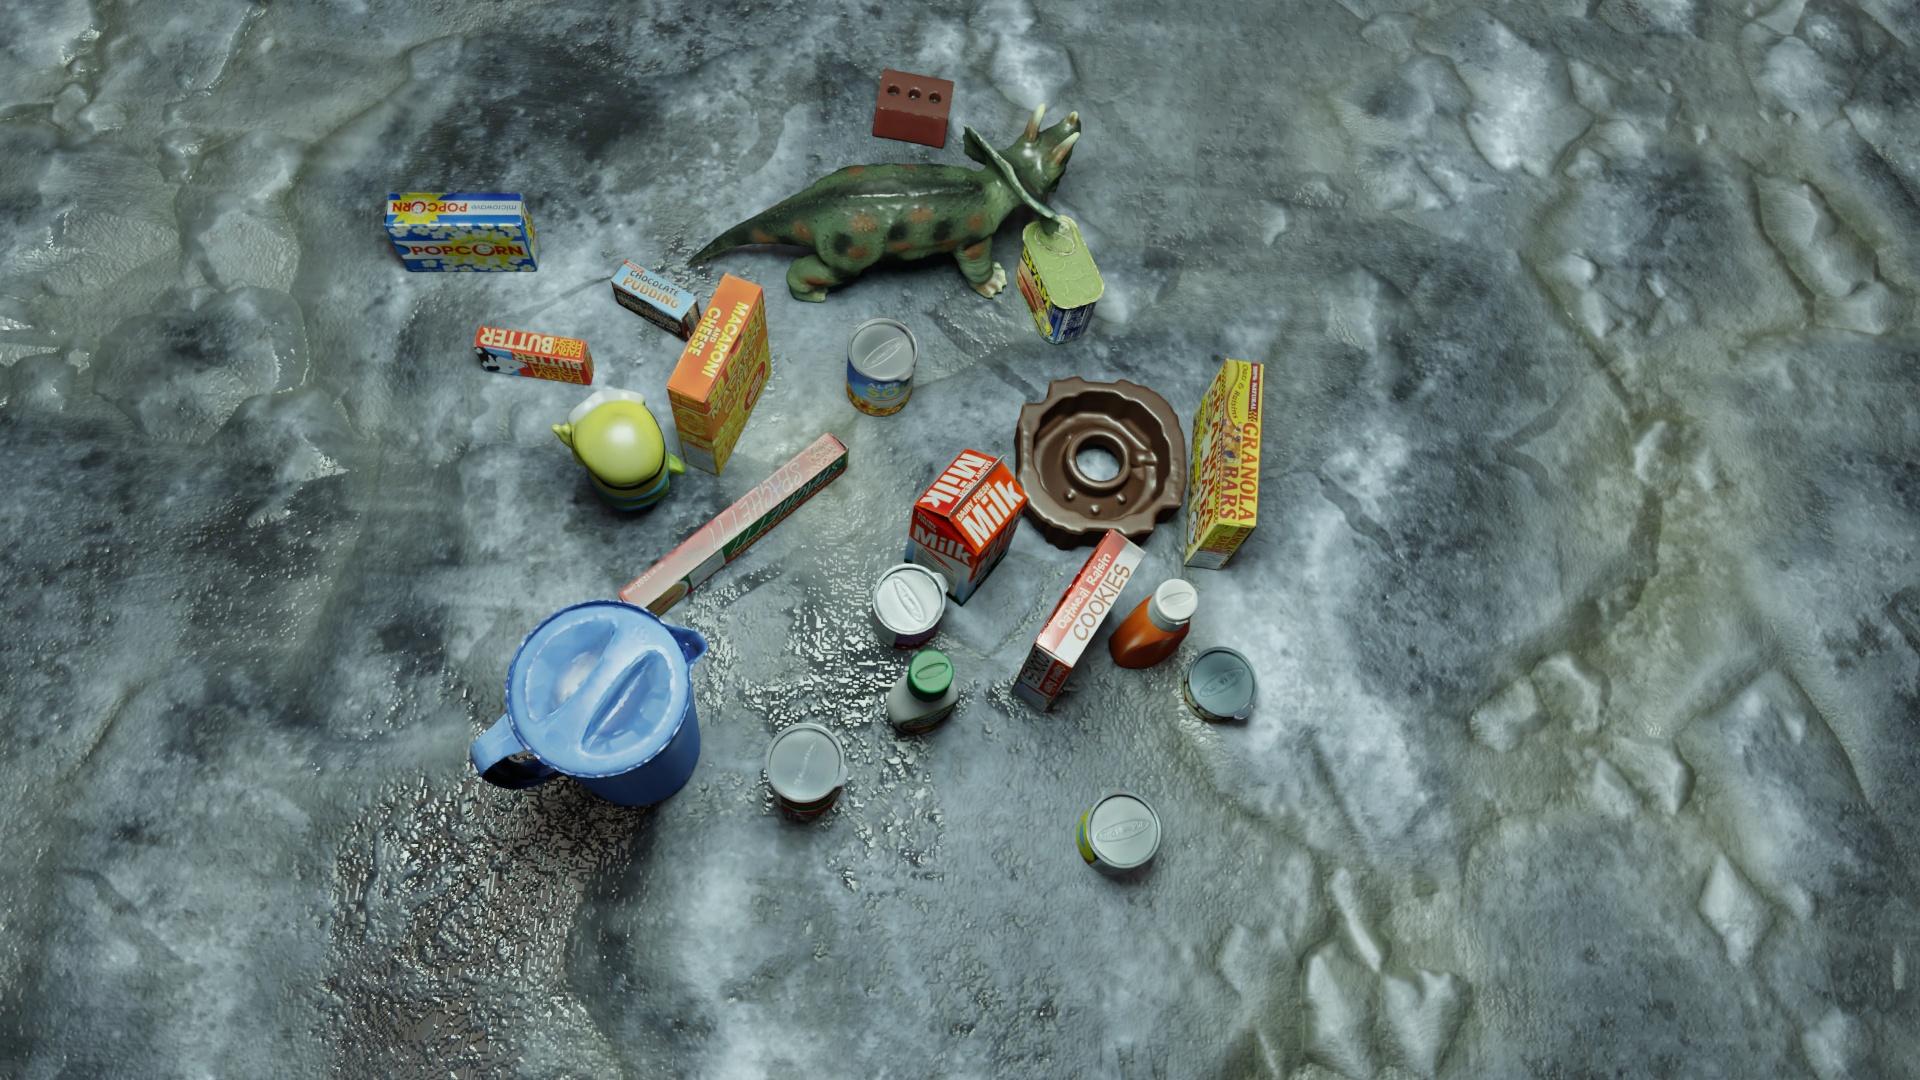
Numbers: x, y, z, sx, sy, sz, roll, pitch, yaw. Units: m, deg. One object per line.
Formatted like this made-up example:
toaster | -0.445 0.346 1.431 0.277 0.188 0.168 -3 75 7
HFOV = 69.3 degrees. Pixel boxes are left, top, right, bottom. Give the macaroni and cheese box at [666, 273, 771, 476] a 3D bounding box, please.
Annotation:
macaroni and cheese box | -0.217 -0.148 1.269 0.040 0.166 0.124 22 70 2

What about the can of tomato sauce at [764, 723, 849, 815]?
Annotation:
can of tomato sauce | -0.131 0.198 1.194 0.071 0.082 0.071 2 70 -5

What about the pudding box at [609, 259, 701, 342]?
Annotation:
pudding box | -0.296 -0.234 1.355 0.084 0.049 0.030 30 70 6

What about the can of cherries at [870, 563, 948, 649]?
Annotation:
can of cherries | -0.046 0.061 1.267 0.071 0.058 0.072 2 70 -5

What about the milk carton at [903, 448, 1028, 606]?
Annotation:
milk carton | 0.004 -0.015 1.229 0.073 0.190 0.072 38 71 8

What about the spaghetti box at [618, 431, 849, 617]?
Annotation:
spaghetti box | -0.205 -0.011 1.282 0.251 0.050 0.029 -40 78 -17

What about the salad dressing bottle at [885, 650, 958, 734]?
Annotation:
salad dressing bottle | -0.031 0.130 1.195 0.064 0.147 0.044 -18 73 -12

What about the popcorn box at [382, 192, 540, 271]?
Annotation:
popcorn box | -0.479 -0.297 1.341 0.127 0.085 0.038 -1 70 -6

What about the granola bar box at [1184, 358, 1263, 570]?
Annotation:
granola bar box | 0.249 -0.069 1.309 0.039 0.123 0.166 8 69 -3

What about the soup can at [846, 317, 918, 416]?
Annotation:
soup can | -0.075 -0.163 1.333 0.071 0.083 0.071 2 70 -5

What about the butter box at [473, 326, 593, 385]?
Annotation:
butter box | -0.404 -0.175 1.321 0.103 0.053 0.024 8 70 -3

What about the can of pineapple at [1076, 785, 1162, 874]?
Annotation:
can of pineapple | 0.138 0.254 1.214 0.071 0.057 0.071 2 70 -5

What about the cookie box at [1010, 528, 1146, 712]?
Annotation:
cookie box | 0.100 0.073 1.219 0.040 0.167 0.123 33 70 6

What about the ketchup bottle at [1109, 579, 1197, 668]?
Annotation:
ketchup bottle | 0.176 0.074 1.236 0.065 0.148 0.043 -14 72 -10

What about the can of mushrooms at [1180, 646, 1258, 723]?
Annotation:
can of mushrooms | 0.240 0.136 1.281 0.071 0.033 0.071 2 70 -5
